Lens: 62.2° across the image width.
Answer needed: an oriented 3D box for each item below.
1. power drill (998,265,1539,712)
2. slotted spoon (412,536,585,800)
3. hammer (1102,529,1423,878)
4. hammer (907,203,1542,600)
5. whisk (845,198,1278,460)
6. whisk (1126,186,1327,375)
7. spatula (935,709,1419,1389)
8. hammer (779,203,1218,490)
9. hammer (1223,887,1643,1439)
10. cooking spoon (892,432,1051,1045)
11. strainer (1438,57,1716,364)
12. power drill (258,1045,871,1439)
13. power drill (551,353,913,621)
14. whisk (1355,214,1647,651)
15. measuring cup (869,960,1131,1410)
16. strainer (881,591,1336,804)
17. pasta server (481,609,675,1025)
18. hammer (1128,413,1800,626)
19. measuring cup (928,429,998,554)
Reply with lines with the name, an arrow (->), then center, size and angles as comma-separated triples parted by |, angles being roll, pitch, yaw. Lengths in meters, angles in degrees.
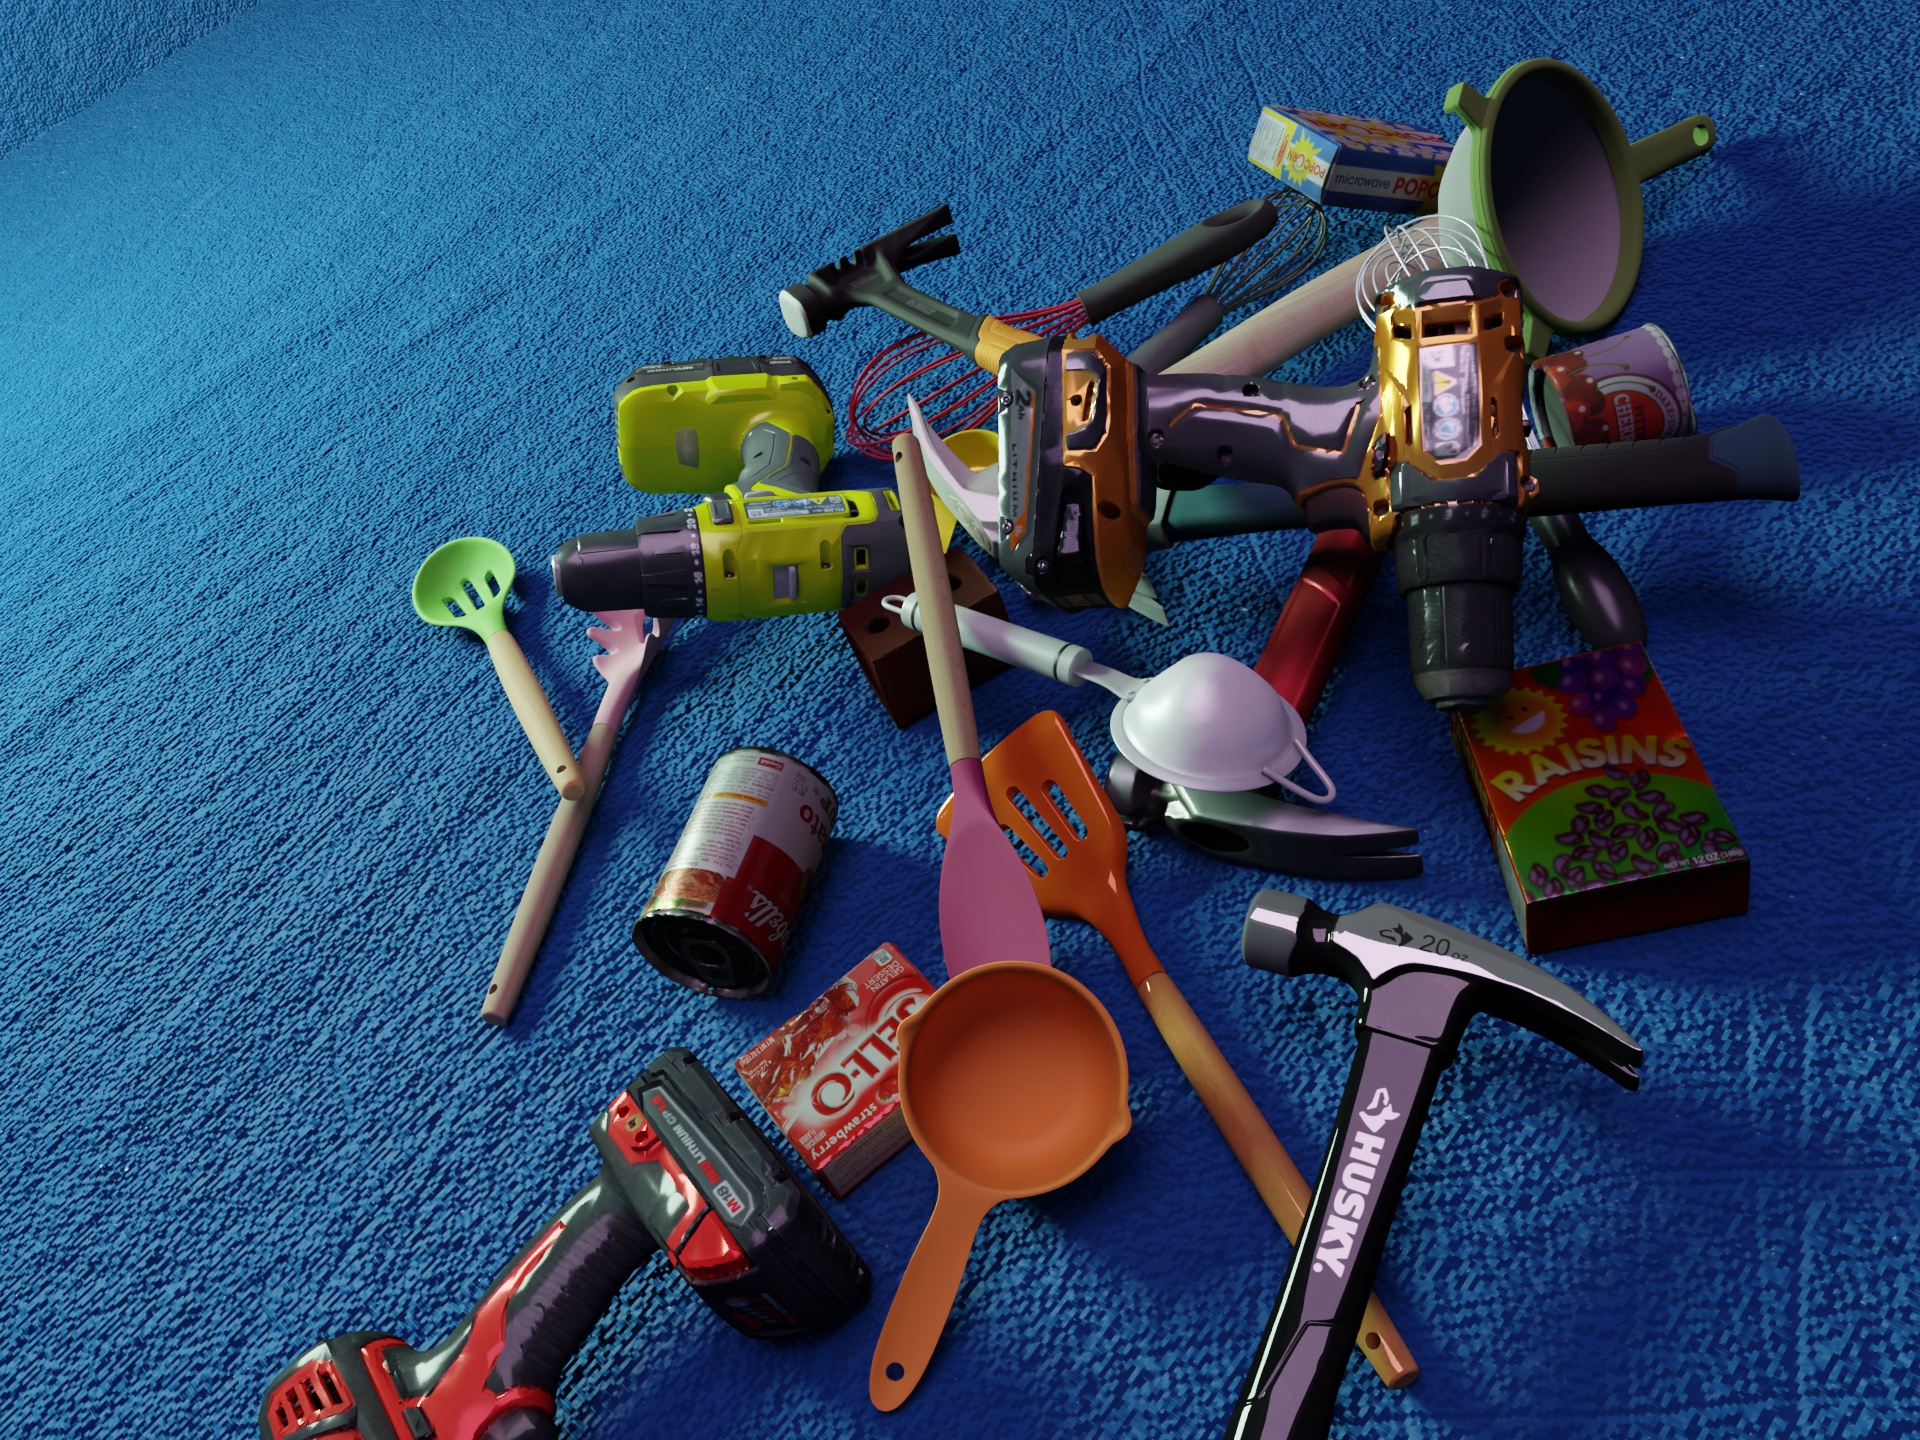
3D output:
power drill -> 0.134, -0.092, 0.698 | 0.226, 0.084, 0.185 | -3, 82, 18
slotted spoon -> -0.267, -0.034, 0.936 | 0.070, 0.031, 0.314 | -33, 38, -9
hammer -> 0.210, -0.085, 0.797 | 0.143, 0.038, 0.386 | 11, 53, 29
hammer -> 0.167, -0.224, 0.930 | 0.410, 0.038, 0.146 | -32, 64, -13
whisk -> 0.058, -0.244, 0.977 | 0.296, 0.073, 0.073 | -26, 43, 8
whisk -> 0.151, -0.254, 0.985 | 0.239, 0.055, 0.055 | -46, 47, -16
spatula -> 0.084, 0.122, 0.644 | 0.081, 0.041, 0.323 | -45, 44, 12
hammer -> 0.033, -0.207, 0.884 | 0.127, 0.034, 0.337 | -33, 44, -18
hammer -> 0.117, 0.214, 0.522 | 0.146, 0.035, 0.335 | 12, 60, 27
cooking spoon -> -0.001, -0.002, 0.738 | 0.068, 0.017, 0.319 | -38, 53, 43
strainer -> 0.349, -0.306, 0.920 | 0.256, 0.151, 0.069 | -30, 16, -34
power drill -> -0.150, 0.244, 0.602 | 0.219, 0.078, 0.143 | -40, 45, -13
power drill -> -0.139, -0.130, 0.916 | 0.190, 0.080, 0.229 | -6, 35, -12
whisk -> 0.269, -0.146, 0.786 | 0.070, 0.070, 0.285 | -19, 60, 5
measuring cup -> 0.004, 0.178, 0.619 | 0.095, 0.052, 0.174 | 22, 82, 4
strainer -> 0.058, -0.024, 0.736 | 0.259, 0.050, 0.087 | 21, 41, 36
pasta server -> -0.208, 0.022, 0.869 | 0.060, 0.040, 0.316 | -19, 42, 30
hammer -> 0.208, -0.107, 0.748 | 0.331, 0.033, 0.128 | -2, 50, 29
measuring cup -> -0.009, -0.100, 0.921 | 0.062, 0.029, 0.157 | 12, 65, 23
